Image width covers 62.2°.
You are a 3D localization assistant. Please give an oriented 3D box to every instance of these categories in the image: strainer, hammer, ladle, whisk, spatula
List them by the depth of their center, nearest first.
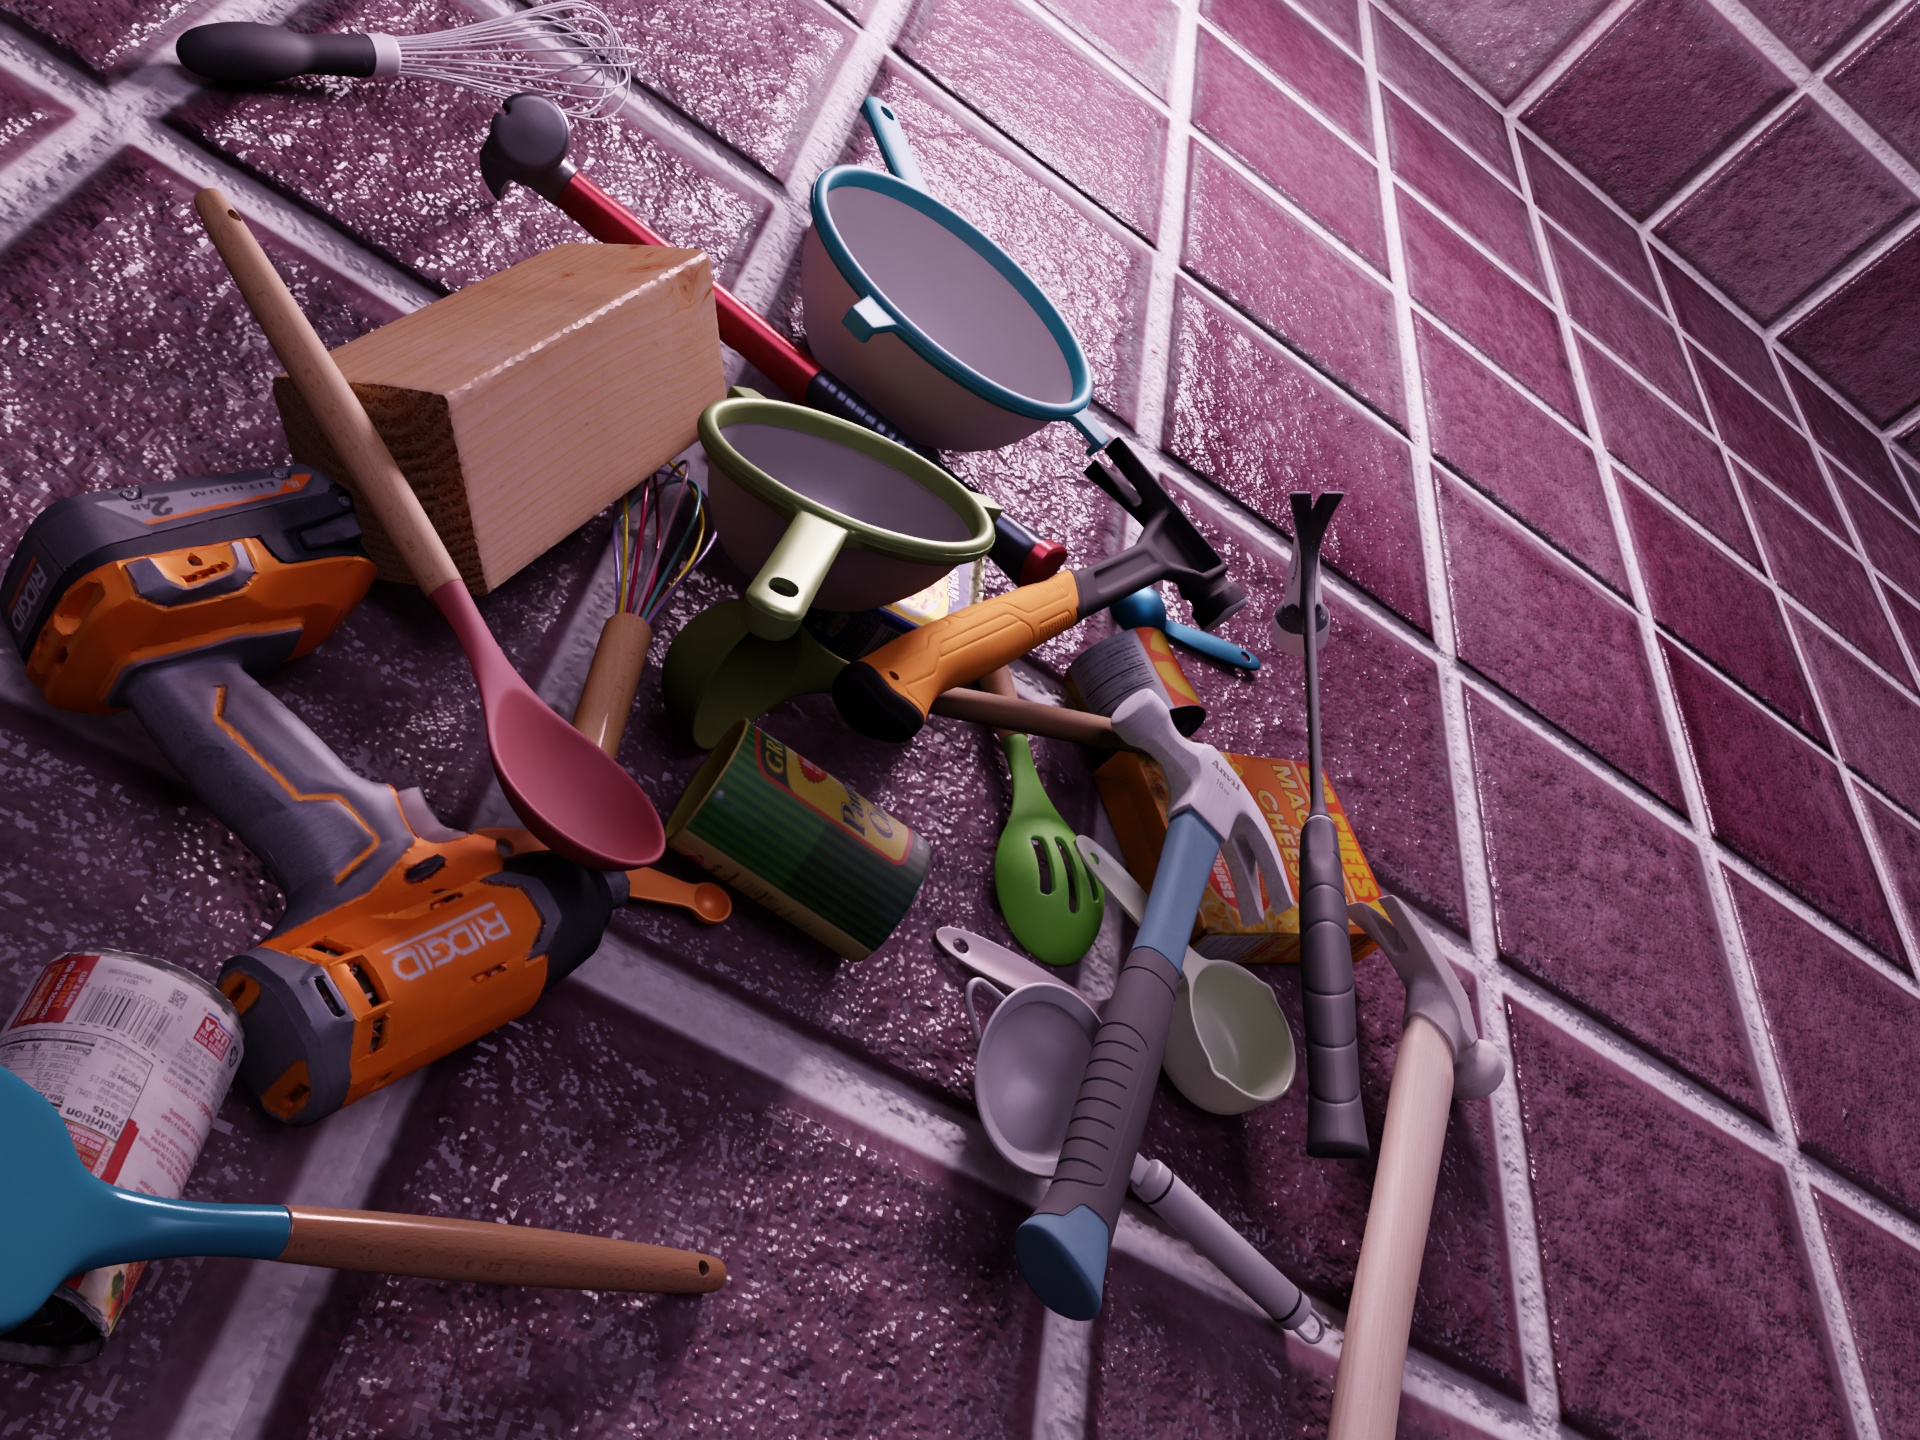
[{"bbox_3d":[-0.176,0.156,0.479,0.317,0.044,0.082,29,44,-48],"label":"spatula"},{"bbox_3d":[-0.210,-0.072,0.606,0.315,0.031,0.069,58,19,5],"label":"ladle"},{"bbox_3d":[-0.069,-0.071,0.720,0.151,0.069,0.256,24,25,-5],"label":"strainer"},{"bbox_3d":[-0.152,-0.055,0.727,0.051,0.047,0.245,-7,38,7],"label":"whisk"},{"bbox_3d":[0.082,0.210,0.738,0.258,0.050,0.087,44,54,-12],"label":"strainer"},{"bbox_3d":[0.087,0.125,0.746,0.128,0.033,0.331,44,40,-15],"label":"hammer"},{"bbox_3d":[0.204,0.265,0.777,0.146,0.038,0.411,55,37,-21],"label":"hammer"},{"bbox_3d":[-0.001,-0.003,0.808,0.320,0.078,0.062,11,30,-31],"label":"ladle"},{"bbox_3d":[0.040,-0.065,0.832,0.127,0.034,0.337,52,38,6],"label":"hammer"},{"bbox_3d":[0.198,0.047,0.875,0.036,0.149,0.409,1,52,8],"label":"hammer"},{"bbox_3d":[-0.097,-0.195,0.892,0.386,0.038,0.143,37,-4,-19],"label":"hammer"},{"bbox_3d":[-0.298,-0.374,0.896,0.284,0.070,0.070,-23,74,-45],"label":"whisk"},{"bbox_3d":[-0.041,-0.283,1.023,0.210,0.095,0.341,19,38,-36],"label":"strainer"}]

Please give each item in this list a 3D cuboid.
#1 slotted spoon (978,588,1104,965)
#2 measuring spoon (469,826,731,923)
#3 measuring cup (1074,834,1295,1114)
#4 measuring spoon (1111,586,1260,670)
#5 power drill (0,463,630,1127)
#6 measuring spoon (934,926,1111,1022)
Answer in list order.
[{"bbox_3d":[0.022,-0.010,0.888,0.070,0.031,0.314,10,49,-33],"label":"slotted spoon"},{"bbox_3d":[-0.153,0.067,0.677,0.116,0.011,0.021,19,45,-25],"label":"measuring spoon"},{"bbox_3d":[0.105,0.131,0.823,0.167,0.038,0.083,50,38,2],"label":"measuring cup"},{"bbox_3d":[0.156,-0.061,1.055,0.128,0.021,0.042,19,46,-28],"label":"measuring spoon"},{"bbox_3d":[-0.229,0.019,0.594,0.164,0.084,0.226,-24,78,-52],"label":"power drill"},{"bbox_3d":[0.038,0.136,0.787,0.124,0.018,0.034,29,43,-10],"label":"measuring spoon"}]
